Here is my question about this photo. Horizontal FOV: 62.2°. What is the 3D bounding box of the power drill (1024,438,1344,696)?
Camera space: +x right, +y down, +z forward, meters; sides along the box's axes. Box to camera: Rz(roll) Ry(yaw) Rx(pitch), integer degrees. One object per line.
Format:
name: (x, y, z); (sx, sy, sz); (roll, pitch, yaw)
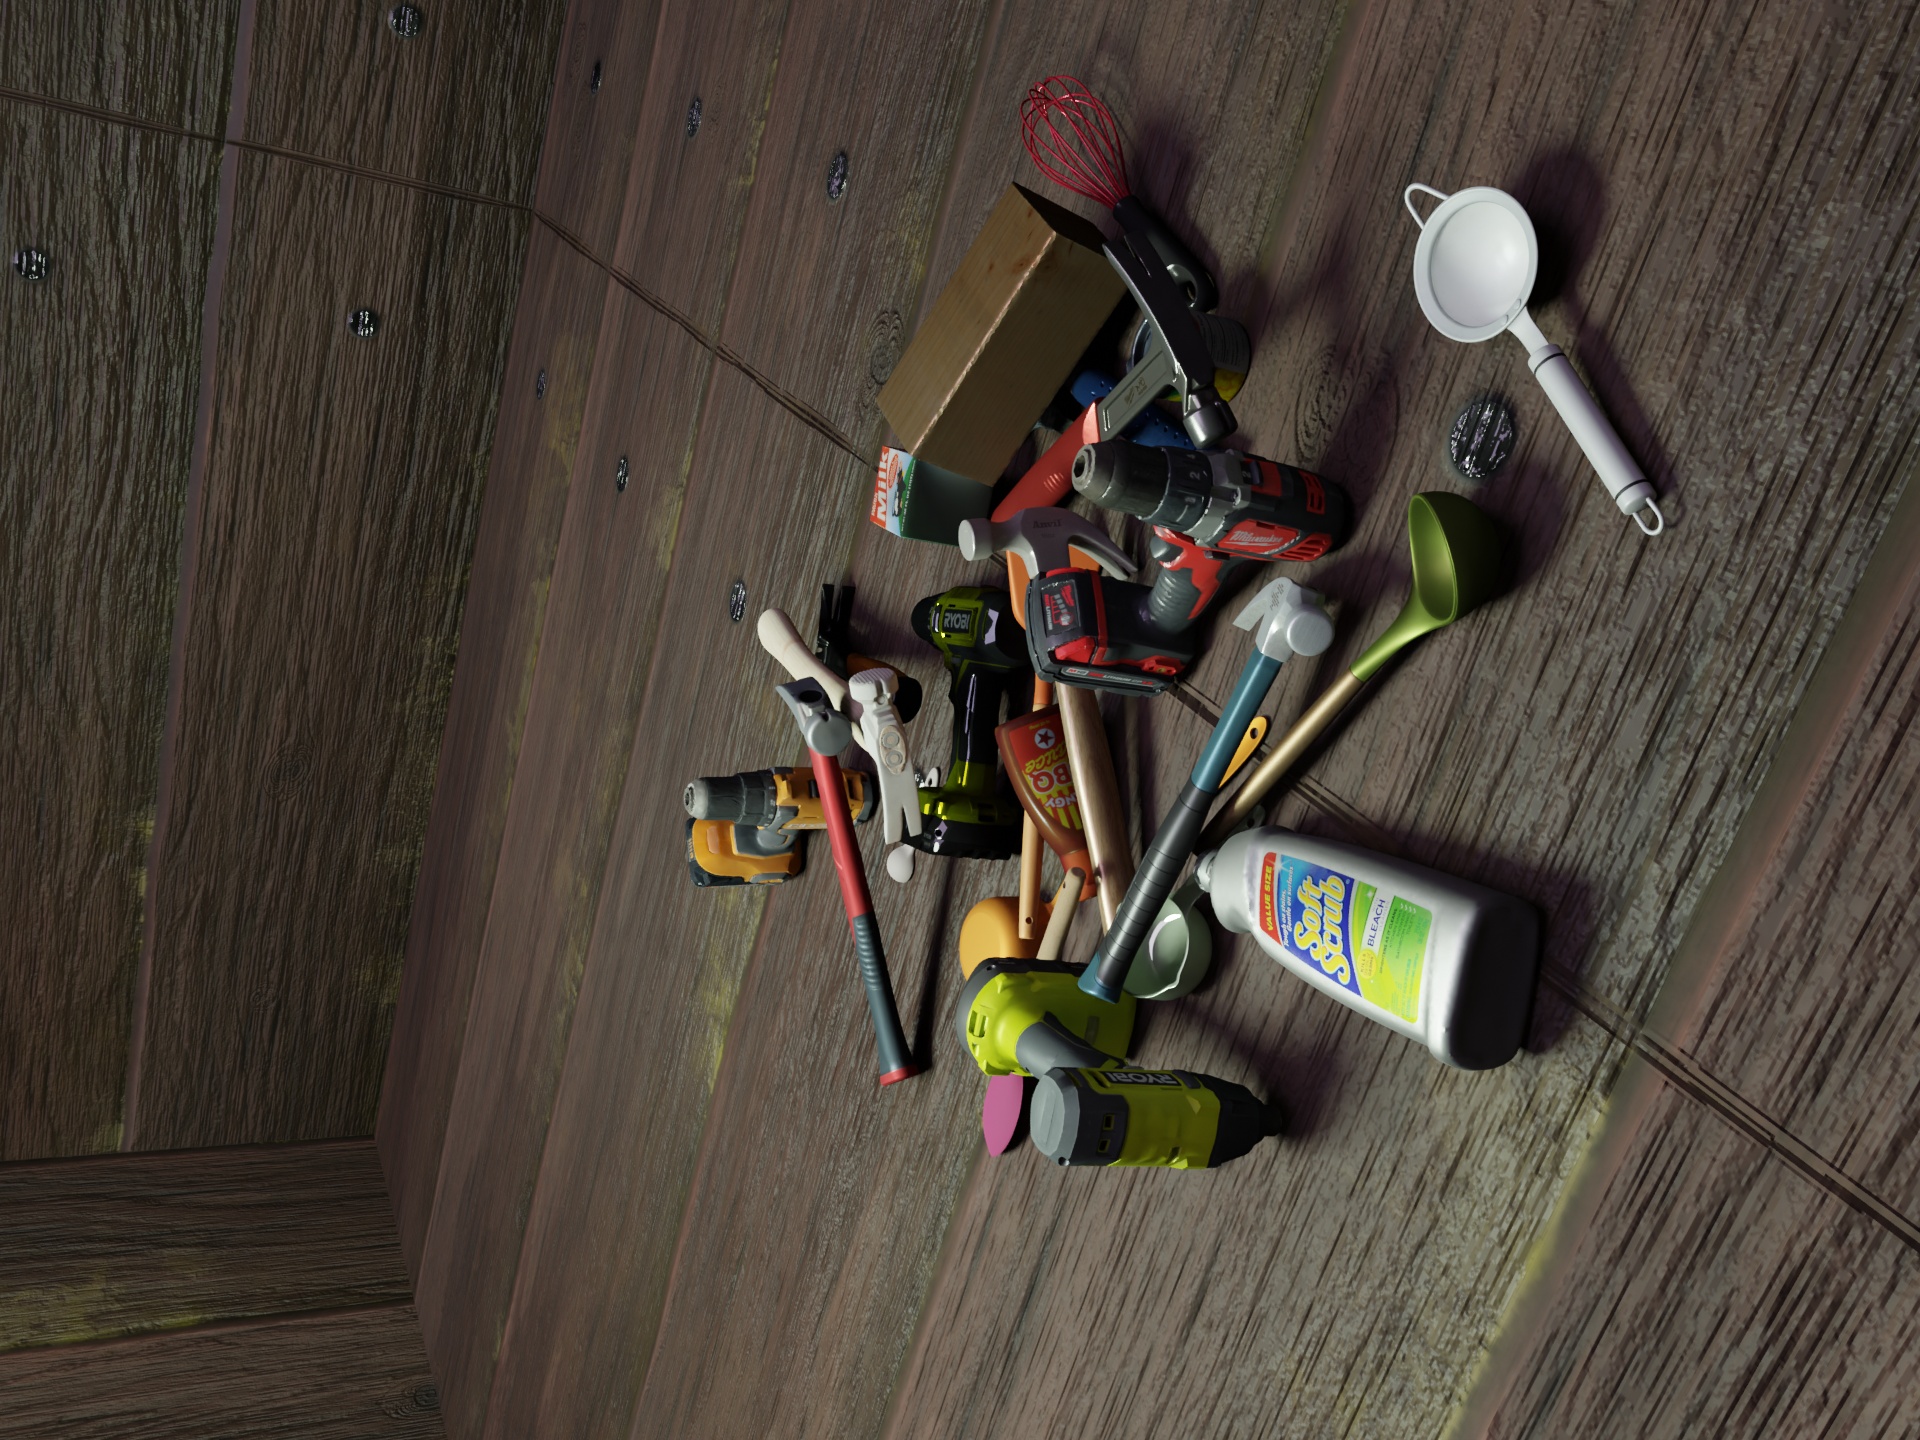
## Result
power drill: (0.123, -0.108, 1.075); (0.226, 0.187, 0.080); (134, 138, -52)

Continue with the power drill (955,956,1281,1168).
power drill: (0.102, 0.240, 1.102); (0.223, 0.171, 0.080); (-150, 69, -65)

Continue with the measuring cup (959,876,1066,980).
measuring cup: (0.054, 0.158, 1.284); (0.173, 0.052, 0.095); (-61, 39, 36)

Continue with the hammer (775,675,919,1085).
hammer: (-0.096, 0.150, 1.412); (0.143, 0.038, 0.386); (-136, 33, -64)

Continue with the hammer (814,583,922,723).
hammer: (-0.091, -0.053, 1.495); (0.337, 0.034, 0.127); (-151, 68, -71)

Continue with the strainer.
strainer: (0.325, -0.206, 0.889); (0.086, 0.050, 0.259); (-55, 48, 49)

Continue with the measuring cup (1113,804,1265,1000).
measuring cup: (0.170, 0.128, 1.122); (0.167, 0.038, 0.083); (-54, 43, 17)

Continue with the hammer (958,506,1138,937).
hammer: (0.094, 0.000, 1.199); (0.031, 0.130, 0.331); (155, 104, -68)

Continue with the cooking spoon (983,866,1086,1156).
cooking spoon: (0.054, 0.234, 1.261); (0.069, 0.017, 0.318); (-104, 23, -50)

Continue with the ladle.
ladle: (0.225, -0.015, 1.000); (0.320, 0.062, 0.078); (-55, 33, 38)

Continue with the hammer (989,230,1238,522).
hammer: (0.088, -0.215, 1.193); (0.149, 0.036, 0.359); (64, 159, 4)

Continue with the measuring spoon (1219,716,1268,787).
measuring spoon: (0.185, 0.038, 1.125); (0.117, 0.011, 0.021); (-55, 43, 35)

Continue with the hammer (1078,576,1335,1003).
hammer: (0.157, 0.054, 1.065); (0.128, 0.033, 0.331); (-81, 14, -69)

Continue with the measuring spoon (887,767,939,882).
measuring spoon: (-0.046, 0.097, 1.491); (0.034, 0.018, 0.124); (50, 127, 50)

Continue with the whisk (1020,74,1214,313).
whisk: (0.120, -0.411, 1.240); (0.073, 0.073, 0.296); (-58, 47, 38)

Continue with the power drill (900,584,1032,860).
power drill: (-0.002, -0.004, 1.376); (0.191, 0.080, 0.228); (13, 95, 64)

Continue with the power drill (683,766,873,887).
power drill: (-0.213, 0.105, 1.613); (0.226, 0.185, 0.084); (-38, 56, 55)

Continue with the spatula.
spatula: (0.064, 0.011, 1.260); (0.041, 0.081, 0.323); (115, 159, -83)

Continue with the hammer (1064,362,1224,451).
hammer: (0.094, -0.280, 1.271); (0.144, 0.035, 0.406); (-61, 40, 18)

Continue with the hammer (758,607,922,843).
hammer: (-0.122, -0.022, 1.459); (0.411, 0.038, 0.146); (-140, 38, -64)
